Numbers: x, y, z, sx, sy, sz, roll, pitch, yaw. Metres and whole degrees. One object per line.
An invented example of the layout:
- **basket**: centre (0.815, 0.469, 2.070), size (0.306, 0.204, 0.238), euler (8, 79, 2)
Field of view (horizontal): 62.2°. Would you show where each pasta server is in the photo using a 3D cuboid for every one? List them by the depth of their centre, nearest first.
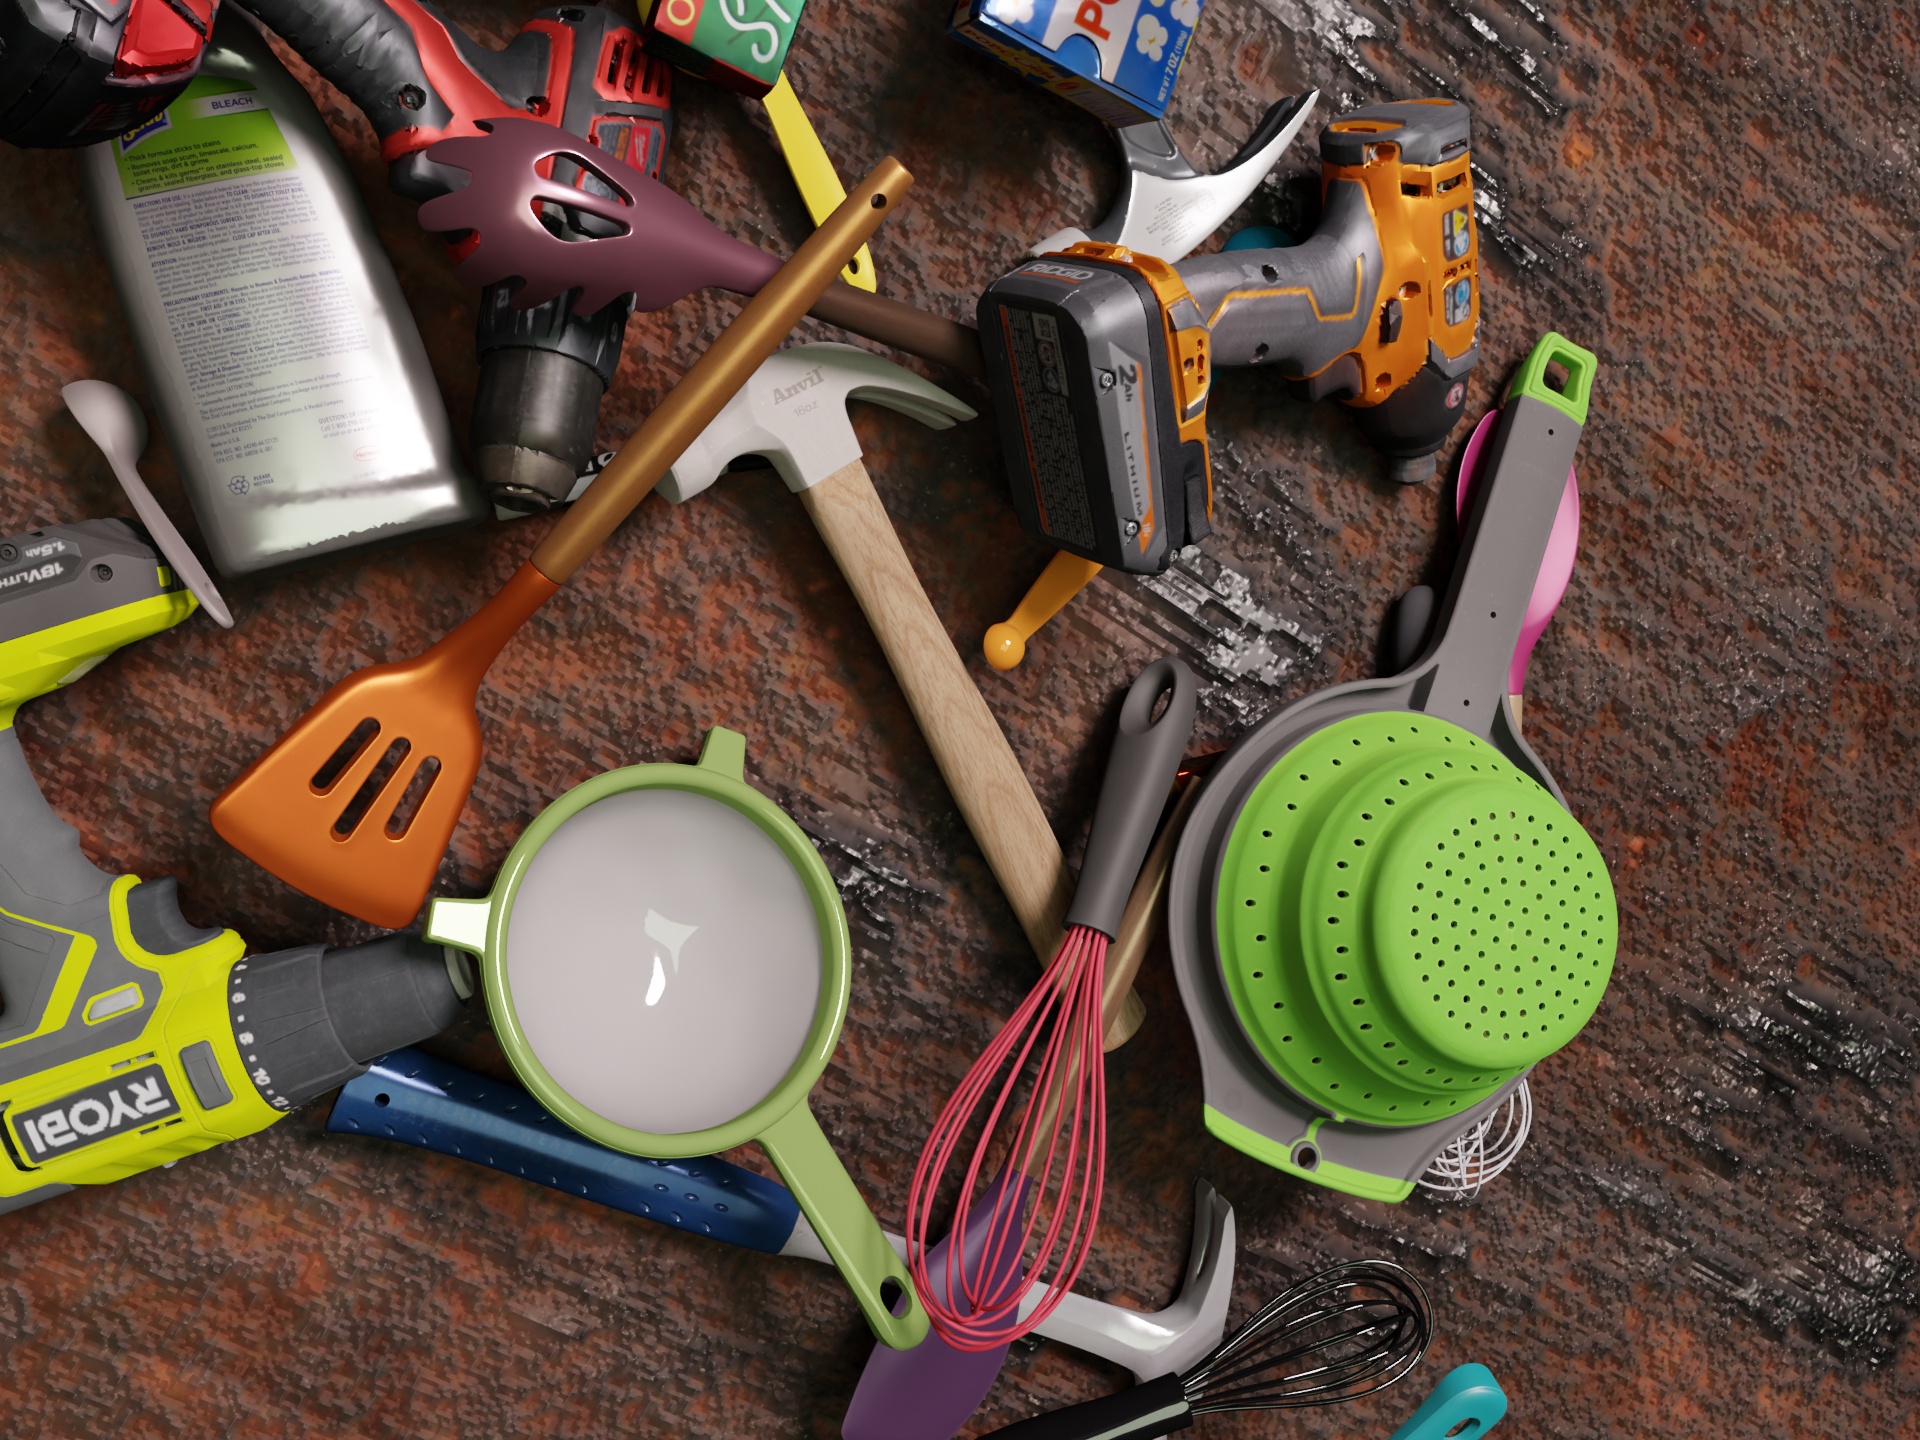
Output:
- **pasta server**: centre (-0.042, -0.152, 0.596), size (0.316, 0.040, 0.060), euler (8, 88, -42)

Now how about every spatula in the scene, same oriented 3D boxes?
- **spatula**: centre (-0.126, -0.066, 0.549), size (0.081, 0.041, 0.322), euler (39, 98, -29)
- **spatula**: centre (0.038, 0.168, 0.677), size (0.059, 0.018, 0.316), euler (26, 87, -21)

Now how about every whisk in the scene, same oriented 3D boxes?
- **whisk**: centre (0.045, 0.104, 0.643), size (0.073, 0.073, 0.296), euler (26, 69, -16)
- **whisk**: centre (0.094, 0.292, 0.691), size (0.239, 0.055, 0.055), euler (-17, 100, -8)
- **whisk**: centre (0.223, 0.080, 0.736), size (0.070, 0.070, 0.284), euler (-5, 92, -15)

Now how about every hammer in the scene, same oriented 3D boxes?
- **hammer**: centre (0.013, -0.371, 0.611), size (0.149, 0.036, 0.408), euler (-33, 112, -12)
- **hammer**: centre (-0.001, -0.002, 0.668), size (0.130, 0.031, 0.331), euler (-36, 108, -25)
- **hammer**: centre (-0.061, 0.214, 0.681), size (0.405, 0.035, 0.144), euler (24, 89, -16)

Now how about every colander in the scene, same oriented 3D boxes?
- **colander**: centre (0.223, 0.006, 0.666), size (0.204, 0.094, 0.397), euler (23, 79, -15)

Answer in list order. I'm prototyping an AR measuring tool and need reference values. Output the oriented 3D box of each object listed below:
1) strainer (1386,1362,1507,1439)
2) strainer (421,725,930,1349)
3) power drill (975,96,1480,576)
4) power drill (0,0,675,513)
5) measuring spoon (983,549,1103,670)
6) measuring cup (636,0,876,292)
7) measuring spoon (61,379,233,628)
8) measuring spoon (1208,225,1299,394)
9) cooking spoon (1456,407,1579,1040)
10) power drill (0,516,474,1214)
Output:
- **strainer**: centre (0.088, 0.360, 0.677), size (0.210, 0.095, 0.340), euler (34, 105, -25)
- **strainer**: centre (-0.096, 0.141, 0.634), size (0.151, 0.069, 0.256), euler (-35, 98, -37)
- **power drill**: centre (0.126, -0.144, 0.654), size (0.226, 0.084, 0.164), euler (-29, 123, -24)
- **power drill**: centre (-0.199, -0.186, 0.528), size (0.226, 0.080, 0.188), euler (19, 72, -44)
- **measuring spoon**: centre (0.048, -0.062, 0.673), size (0.117, 0.011, 0.021), euler (-48, 118, -30)
- **measuring cup**: centre (-0.078, -0.238, 0.636), size (0.062, 0.029, 0.156), euler (-48, 122, -37)
- **measuring spoon**: centre (-0.281, -0.079, 0.562), size (0.018, 0.034, 0.124), euler (-38, 68, -6)
- **measuring spoon**: centre (0.113, -0.162, 0.697), size (0.042, 0.021, 0.128), euler (34, 84, -16)
- **cooking spoon**: centre (0.258, 0.013, 0.758), size (0.068, 0.017, 0.319), euler (-1, 95, -19)
- **power drill**: centre (-0.300, 0.048, 0.572), size (0.190, 0.080, 0.228), euler (-19, 101, -7)
